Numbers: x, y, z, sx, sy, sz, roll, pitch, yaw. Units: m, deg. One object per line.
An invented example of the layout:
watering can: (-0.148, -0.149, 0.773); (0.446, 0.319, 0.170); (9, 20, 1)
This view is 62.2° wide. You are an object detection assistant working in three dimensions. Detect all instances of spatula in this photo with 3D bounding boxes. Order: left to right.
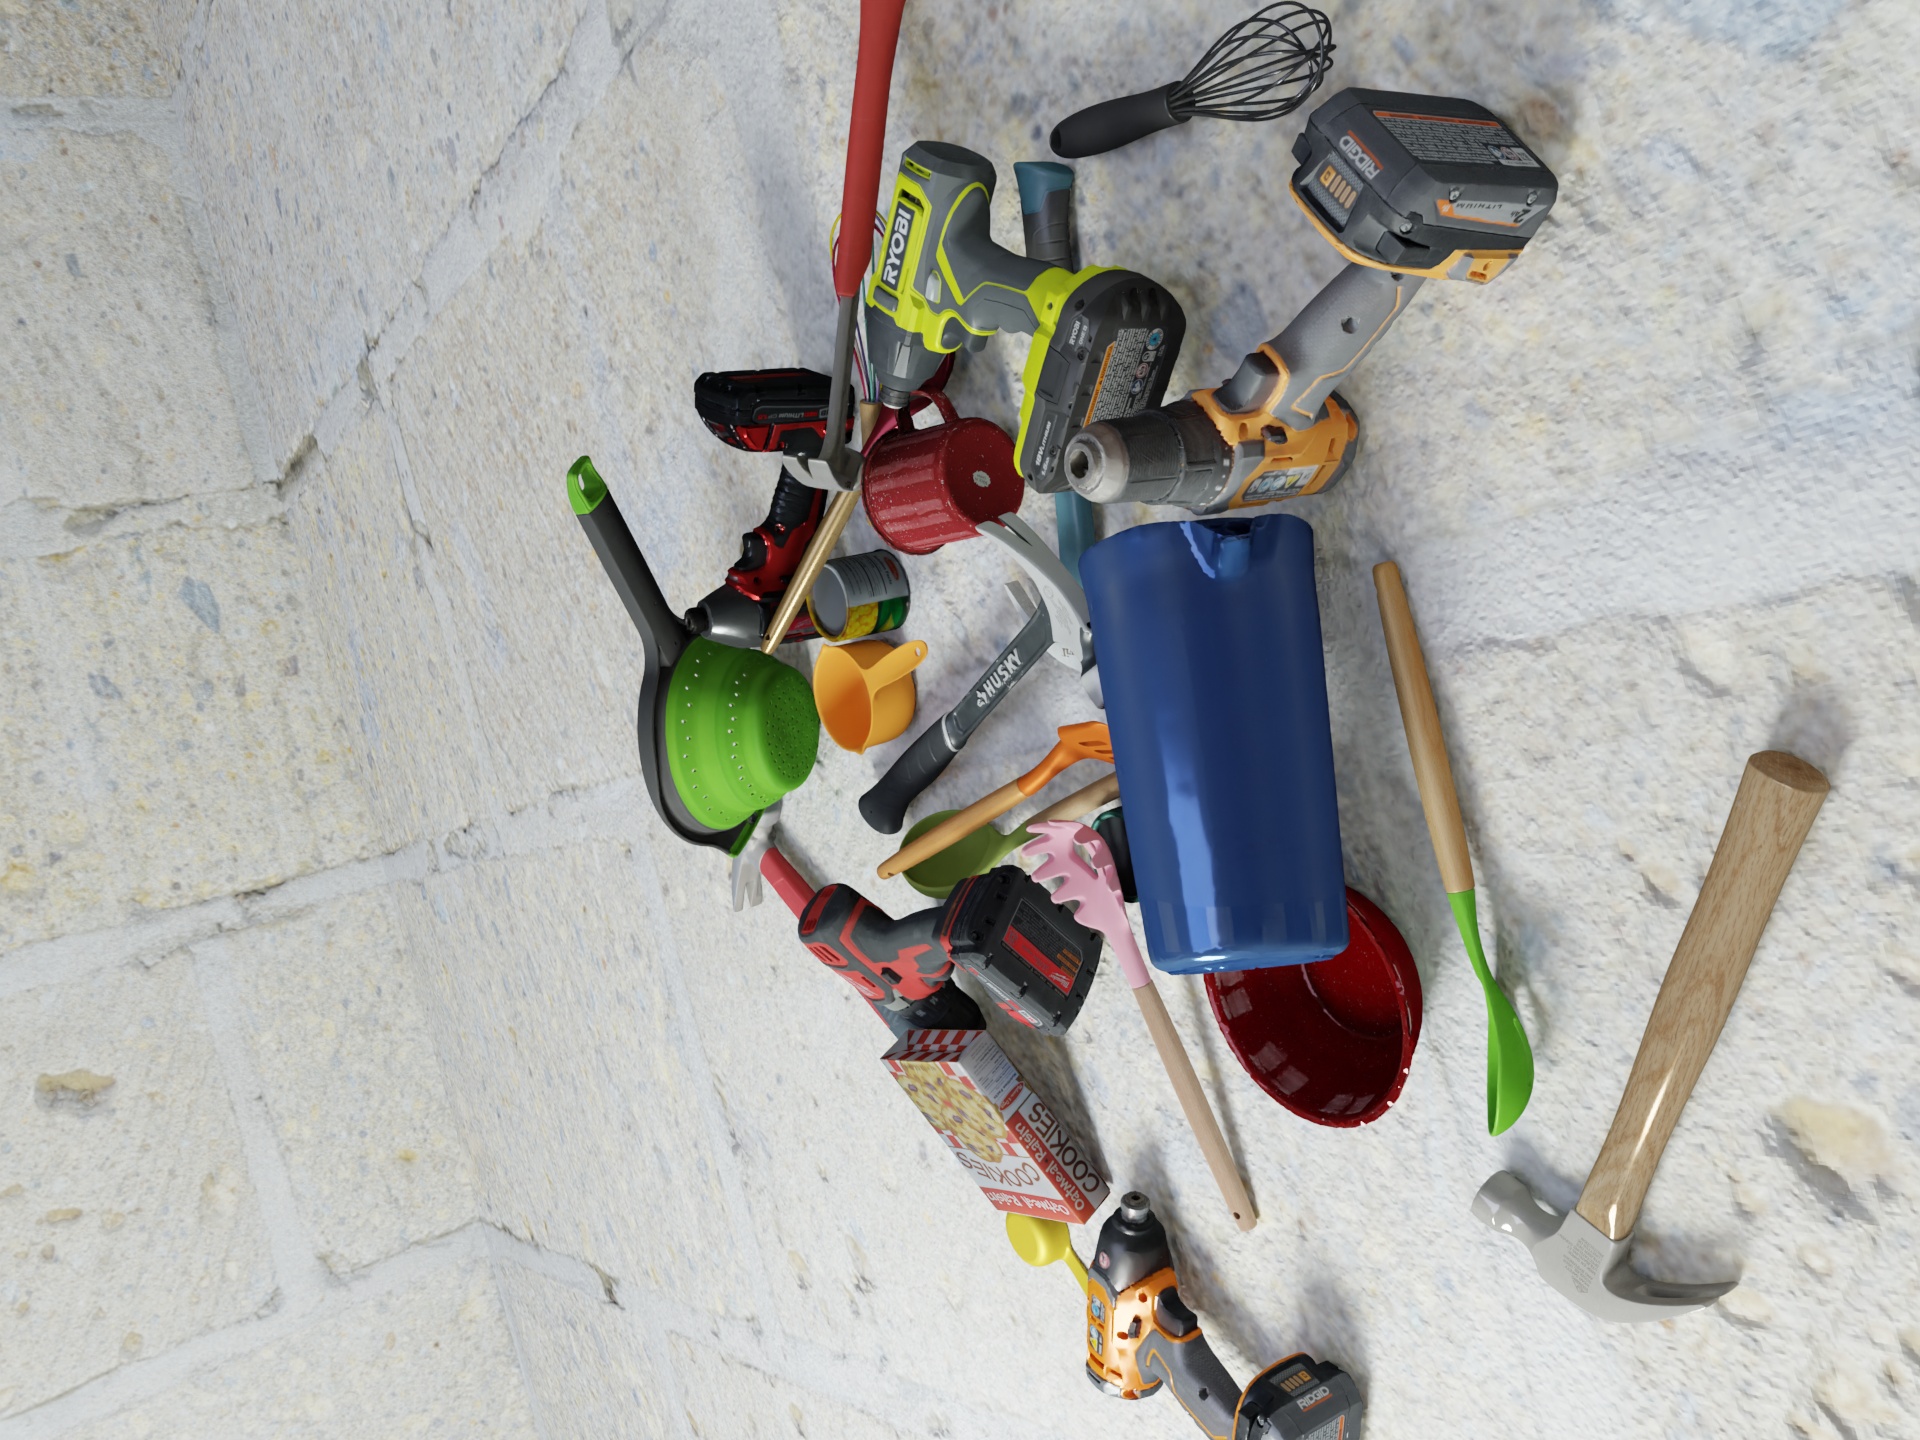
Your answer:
spatula: (0.030, 0.062, 1.107); (0.322, 0.081, 0.041); (-35, 39, 47)

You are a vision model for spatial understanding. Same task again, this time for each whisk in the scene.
whisk: (-0.069, -0.264, 1.200); (0.051, 0.047, 0.244); (-102, 9, -63)
whisk: (0.121, -0.351, 0.894); (0.239, 0.055, 0.055); (11, 111, 58)

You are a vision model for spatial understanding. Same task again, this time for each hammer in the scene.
hammer: (-0.098, 0.230, 1.437); (0.387, 0.038, 0.143); (44, 137, 37)
hammer: (-0.072, -0.337, 1.077); (0.149, 0.037, 0.359); (-24, -59, -82)
hammer: (-0.002, -0.004, 1.176); (0.149, 0.036, 0.408); (59, 149, 10)
hammer: (0.070, -0.195, 1.039); (0.128, 0.033, 0.331); (10, 110, 52)
hammer: (0.352, 0.165, 0.781); (0.130, 0.031, 0.331); (37, 131, 42)

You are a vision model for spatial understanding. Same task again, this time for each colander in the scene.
colander: (-0.210, -0.053, 1.338); (0.094, 0.205, 0.396); (-2, 131, 24)

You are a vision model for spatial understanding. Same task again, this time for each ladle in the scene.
ladle: (-0.082, -0.174, 1.201); (0.069, 0.031, 0.315); (50, 122, 31)
ladle: (0.058, 0.062, 1.137); (0.062, 0.078, 0.320); (37, 143, -17)

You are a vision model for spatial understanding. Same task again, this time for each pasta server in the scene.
pasta server: (0.128, 0.205, 1.069); (0.060, 0.040, 0.316); (-19, 97, 48)

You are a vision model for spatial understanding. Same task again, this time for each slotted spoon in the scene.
slotted spoon: (0.265, 0.067, 0.860); (0.031, 0.070, 0.314); (-13, 87, 13)

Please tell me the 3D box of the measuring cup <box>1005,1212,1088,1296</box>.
measuring cup: (0.087, 0.447, 1.266); (0.157, 0.029, 0.062); (51, 139, 33)

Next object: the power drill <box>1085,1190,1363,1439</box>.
power drill: (0.170, 0.442, 1.106); (0.227, 0.084, 0.164); (28, 124, 52)

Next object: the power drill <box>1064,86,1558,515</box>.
power drill: (0.161, -0.190, 0.781); (0.084, 0.185, 0.226); (58, 140, 25)

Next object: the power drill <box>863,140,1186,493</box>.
power drill: (0.024, -0.240, 0.991); (0.223, 0.080, 0.171); (43, 130, 36)

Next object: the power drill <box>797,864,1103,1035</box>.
power drill: (0.002, 0.190, 1.206); (0.187, 0.080, 0.227); (43, 147, -26)

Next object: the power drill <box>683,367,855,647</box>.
power drill: (-0.154, -0.164, 1.272); (0.079, 0.143, 0.219); (30, 124, 49)

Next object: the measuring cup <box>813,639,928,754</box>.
measuring cup: (-0.054, -0.035, 1.260); (0.173, 0.052, 0.095); (-29, 79, 53)
